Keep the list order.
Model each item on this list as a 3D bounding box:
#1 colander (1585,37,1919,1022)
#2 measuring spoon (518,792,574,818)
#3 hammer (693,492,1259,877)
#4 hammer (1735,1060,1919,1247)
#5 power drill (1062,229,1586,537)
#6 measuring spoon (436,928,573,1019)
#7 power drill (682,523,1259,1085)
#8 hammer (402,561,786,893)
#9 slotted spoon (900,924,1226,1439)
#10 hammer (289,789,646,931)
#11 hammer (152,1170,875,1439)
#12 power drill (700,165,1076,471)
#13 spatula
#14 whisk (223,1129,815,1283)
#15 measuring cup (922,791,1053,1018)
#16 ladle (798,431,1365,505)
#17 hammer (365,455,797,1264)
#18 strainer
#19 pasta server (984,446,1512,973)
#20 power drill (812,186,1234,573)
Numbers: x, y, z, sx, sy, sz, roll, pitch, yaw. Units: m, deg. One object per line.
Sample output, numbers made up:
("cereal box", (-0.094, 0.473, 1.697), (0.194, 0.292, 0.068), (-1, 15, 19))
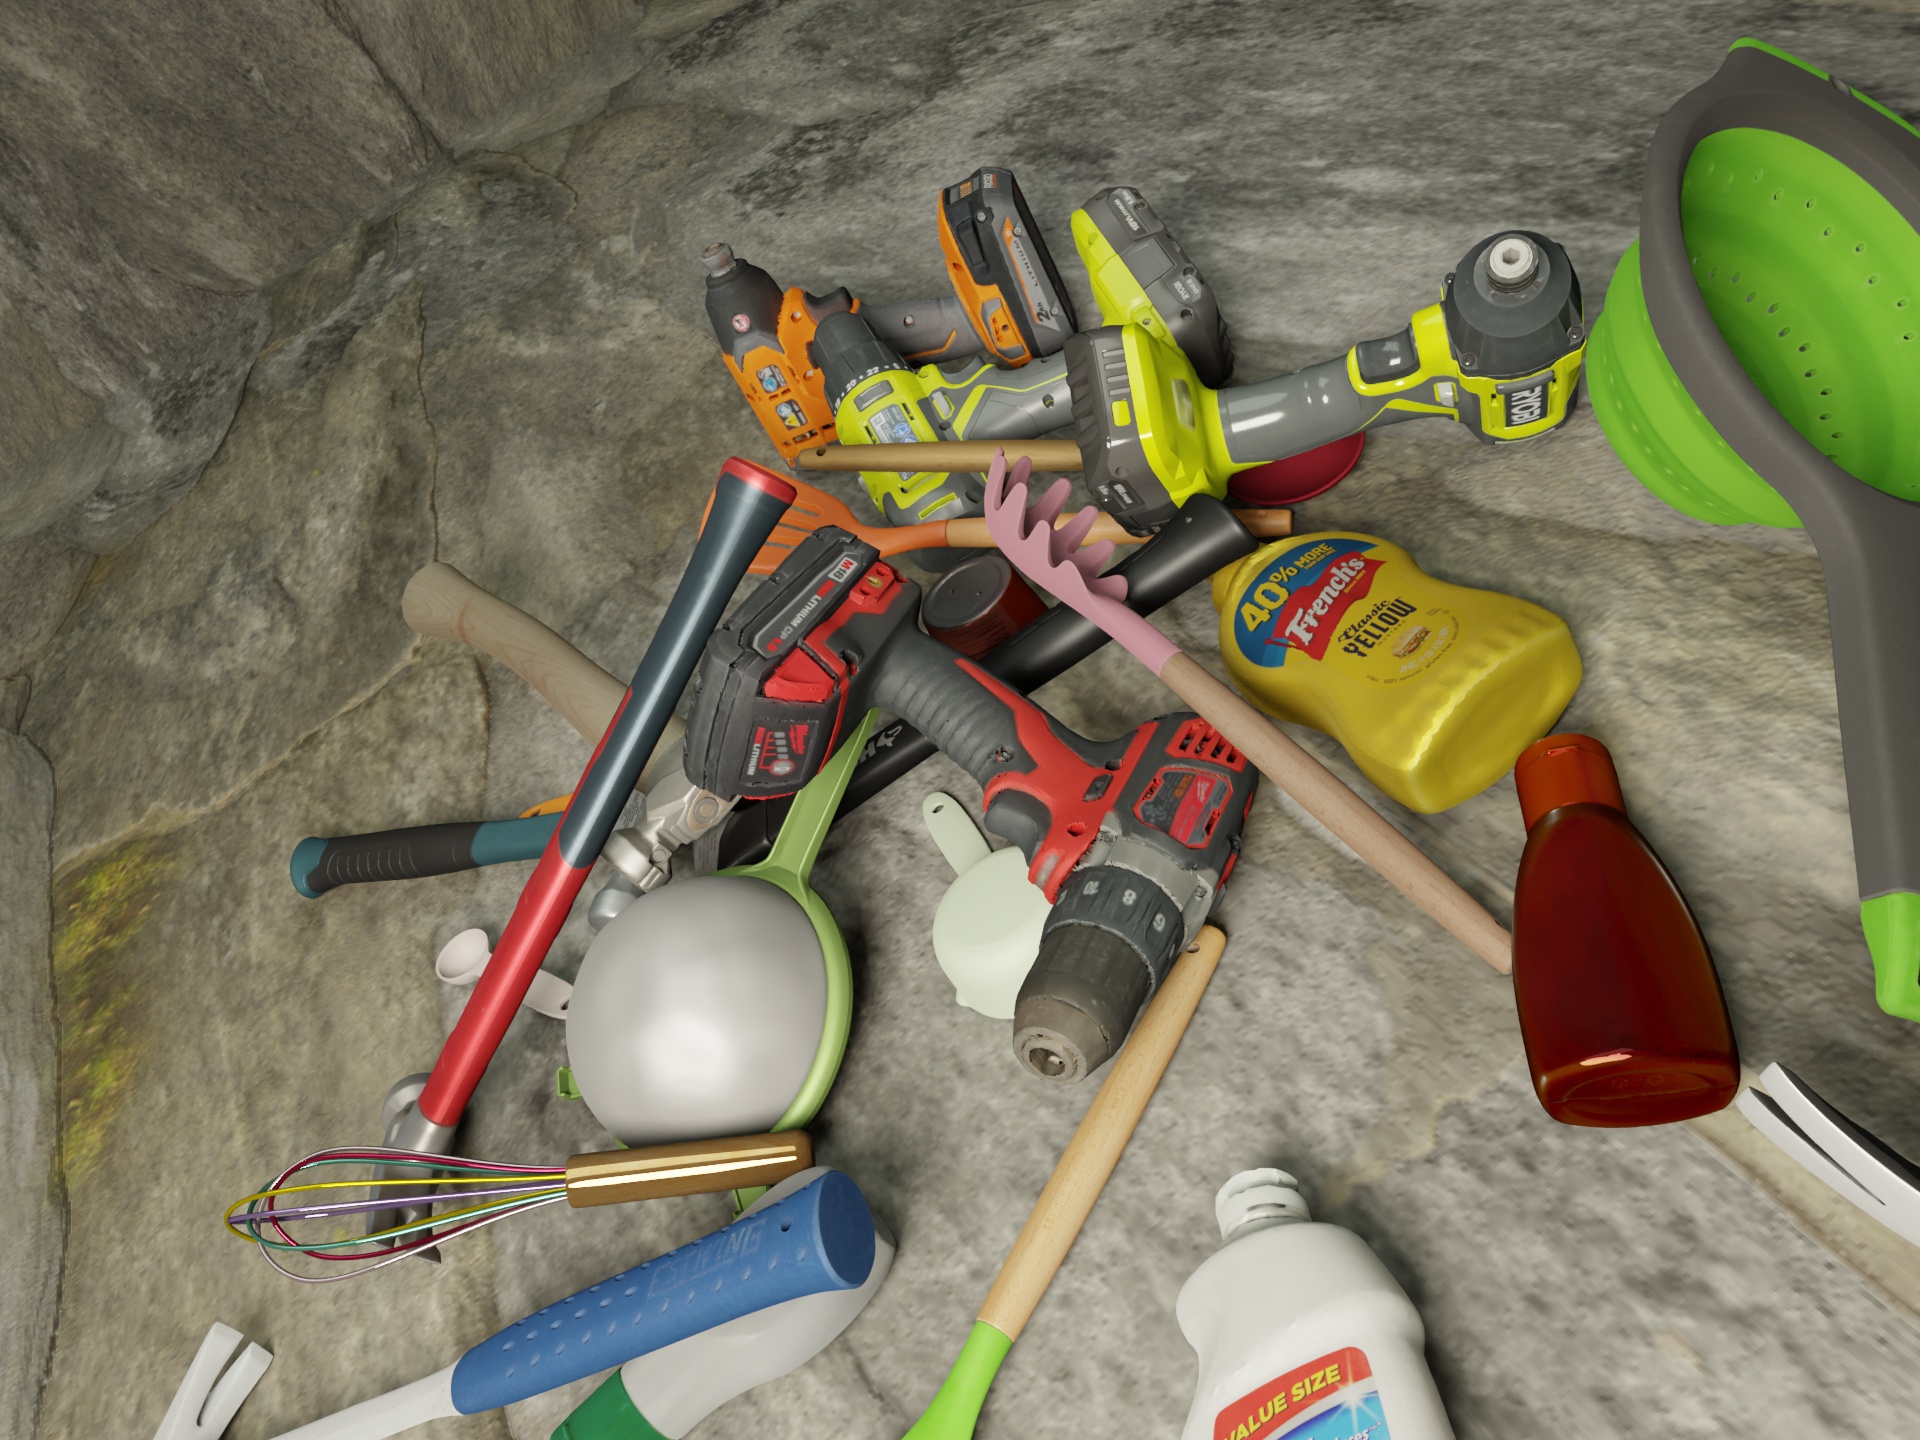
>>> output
("colander", (0.313, -0.073, 0.606), (0.094, 0.204, 0.397), (139, 144, -58))
("measuring spoon", (-0.223, 0.045, 0.961), (0.117, 0.011, 0.021), (-17, 40, 22))
("hammer", (-0.001, -0.002, 0.777), (0.334, 0.035, 0.146), (-34, 36, 20))
("hammer", (0.367, 0.025, 0.483), (0.127, 0.034, 0.337), (31, 65, 24))
("power drill", (0.169, -0.157, 0.734), (0.223, 0.171, 0.080), (-12, 79, 18))
("measuring spoon", (-0.242, 0.144, 0.870), (0.124, 0.018, 0.034), (13, 58, 37))
("power drill", (0.000, 0.032, 0.649), (0.227, 0.080, 0.188), (28, 45, 7))
("hammer", (-0.237, -0.038, 0.954), (0.146, 0.038, 0.411), (-51, 42, -10))
("slotted spoon", (0.027, 0.202, 0.584), (0.070, 0.031, 0.314), (7, 52, 42))
("hammer", (-0.296, 0.077, 0.960), (0.331, 0.033, 0.128), (-8, 52, 33))
("hammer", (-0.204, 0.263, 0.639), (0.405, 0.035, 0.144), (-28, 31, 22))
("power drill", (-0.054, -0.277, 1.059), (0.226, 0.164, 0.084), (-21, 34, 15))
("spatula", (0.015, -0.108, 0.861), (0.322, 0.041, 0.081), (0, 56, 19))
("whisk", (-0.182, 0.194, 0.660), (0.245, 0.047, 0.051), (-7, 19, 1))
("measuring cup", (0.008, 0.068, 0.734), (0.083, 0.038, 0.168), (-36, 36, -1))
("ladle", (0.059, -0.145, 0.870), (0.315, 0.031, 0.069), (2, 63, 16))
("hammer", (-0.176, 0.058, 0.739), (0.386, 0.038, 0.143), (-62, 20, 4))
("strainer", (-0.105, 0.081, 0.718), (0.152, 0.069, 0.256), (19, 81, 40))
("pasta server", (0.111, -0.013, 0.659), (0.316, 0.060, 0.040), (45, 112, 30))
("power drill", (0.028, -0.217, 0.958), (0.228, 0.080, 0.191), (-30, 62, 5))
